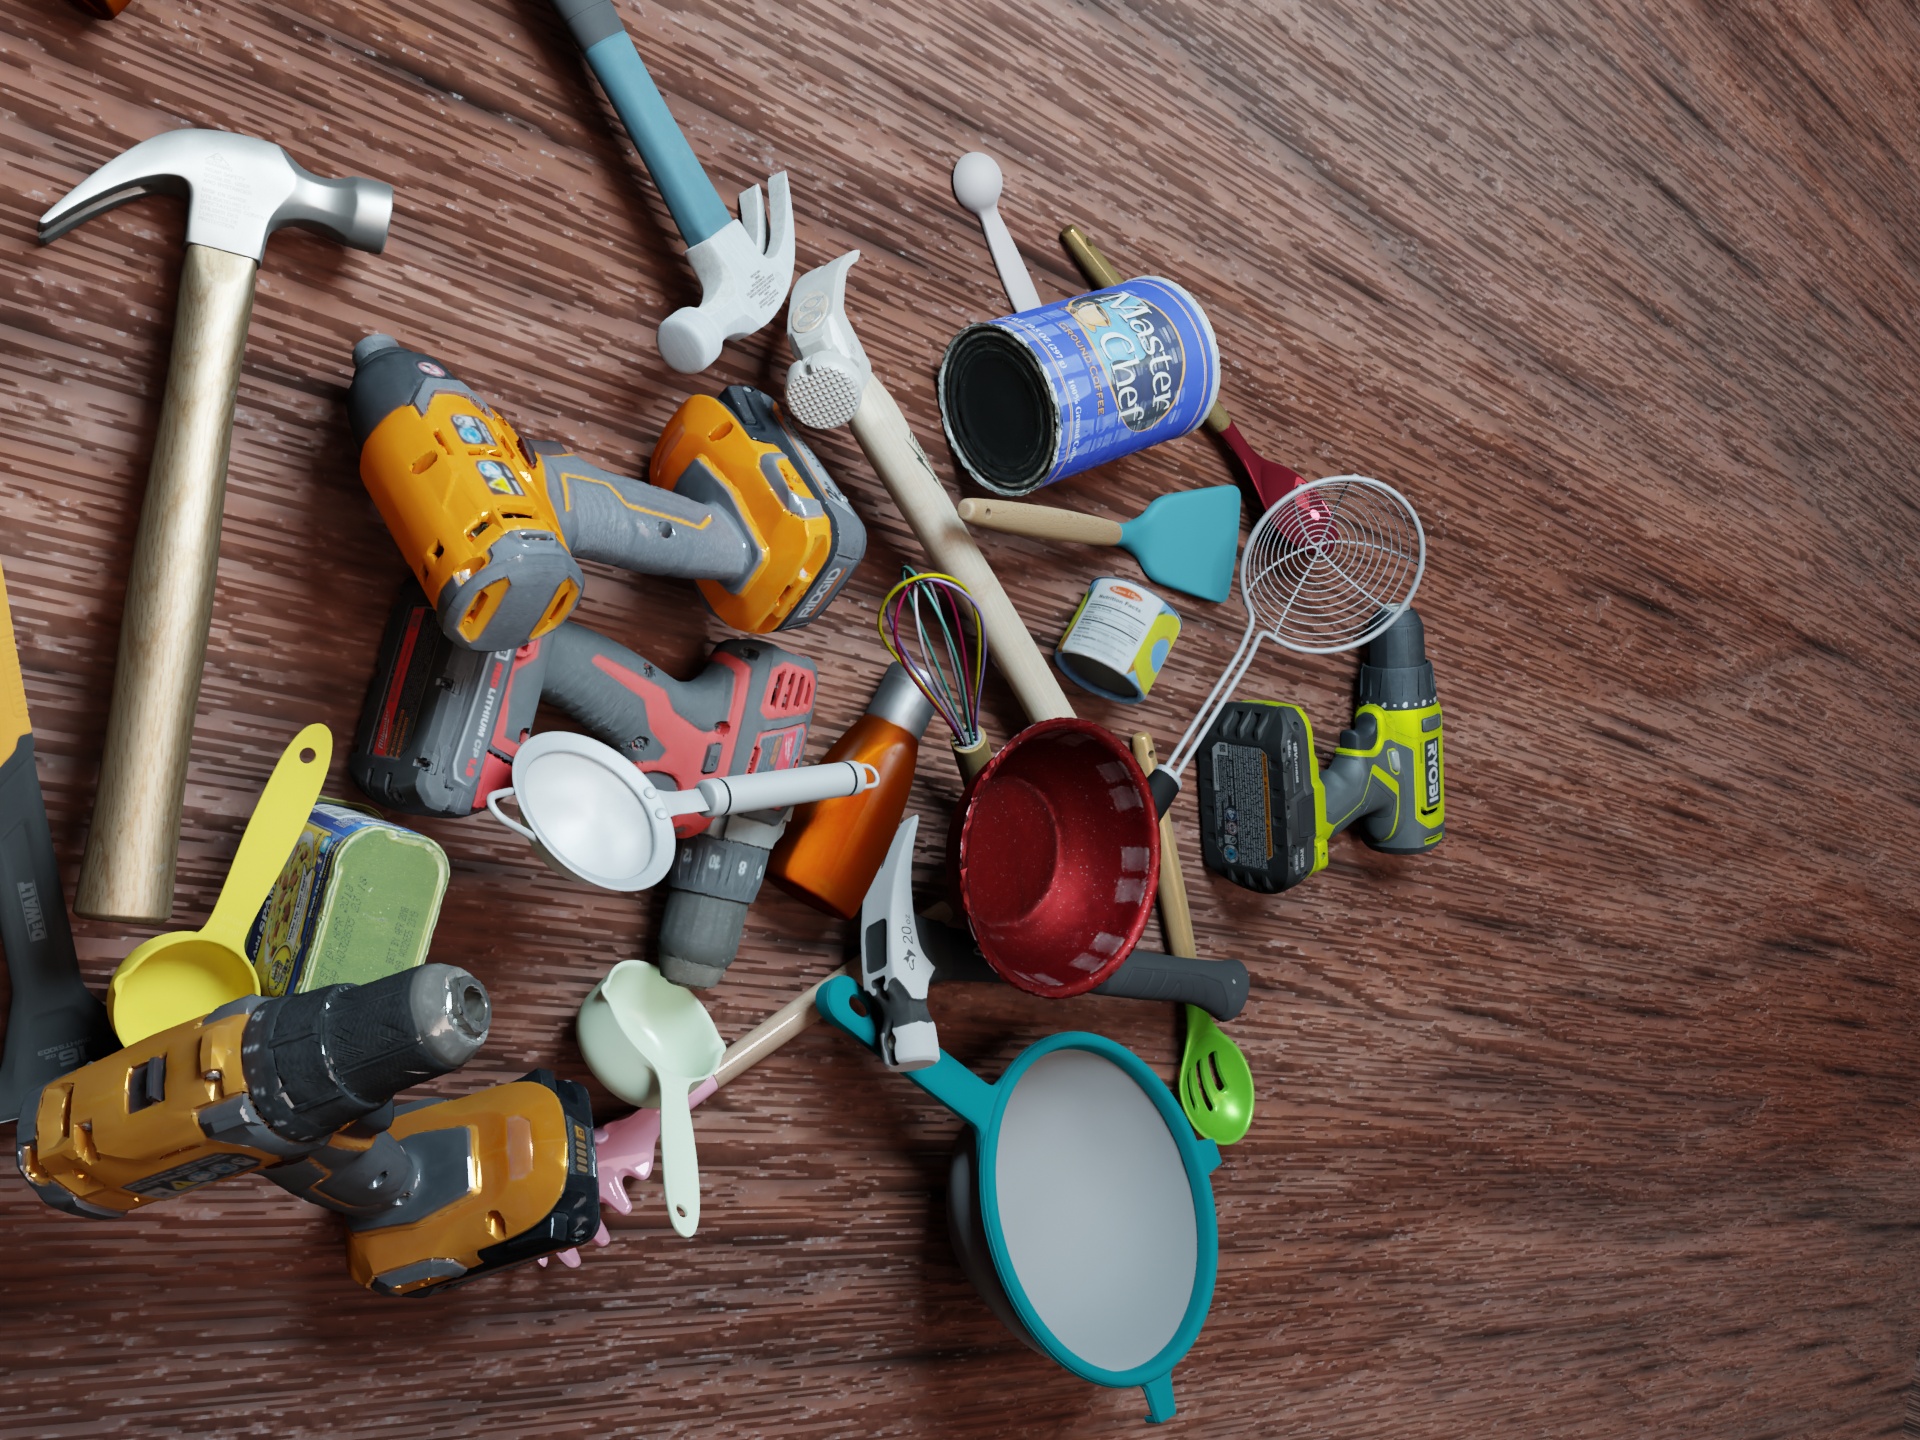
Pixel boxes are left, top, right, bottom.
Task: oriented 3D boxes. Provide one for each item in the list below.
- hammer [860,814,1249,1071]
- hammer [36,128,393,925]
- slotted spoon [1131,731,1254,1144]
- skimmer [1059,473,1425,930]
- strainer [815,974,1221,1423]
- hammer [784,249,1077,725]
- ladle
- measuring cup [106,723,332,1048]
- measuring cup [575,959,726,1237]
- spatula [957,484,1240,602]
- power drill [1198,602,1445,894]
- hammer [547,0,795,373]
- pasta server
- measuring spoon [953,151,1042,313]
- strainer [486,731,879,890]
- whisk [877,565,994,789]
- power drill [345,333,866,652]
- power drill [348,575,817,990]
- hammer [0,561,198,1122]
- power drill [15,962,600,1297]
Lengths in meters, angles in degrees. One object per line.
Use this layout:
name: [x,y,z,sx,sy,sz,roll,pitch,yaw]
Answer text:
hammer: [0.072,0.151,1.006,0.334,0.035,0.146,14,57,-42]
hammer: [-0.324,-0.083,0.656,0.130,0.031,0.331,9,82,-28]
slotted spoon: [0.157,0.156,1.123,0.070,0.031,0.313,-24,108,-35]
skimmer: [0.182,-0.010,1.028,0.127,0.090,0.363,47,63,-23]
strainer: [0.017,0.270,0.979,0.340,0.095,0.211,42,44,-21]
hammer: [0.011,-0.081,0.944,0.146,0.038,0.410,-91,155,-48]
ladle: [0.165,-0.218,1.080,0.315,0.031,0.069,43,44,-32]
measuring cup: [-0.312,0.072,0.684,0.062,0.029,0.156,32,72,-37]
measuring cup: [-0.155,0.194,0.794,0.038,0.168,0.083,-42,127,18]
spatula: [0.093,-0.119,0.992,0.317,0.044,0.082,-4,102,-58]
power drill: [0.279,0.021,1.175,0.228,0.080,0.190,-15,105,-40]
hammer: [-0.179,-0.338,0.761,0.330,0.033,0.128,61,38,-22]
pasta server: [-0.115,0.190,0.895,0.316,0.040,0.060,-32,129,-34]
measuring spoon: [0.031,-0.286,0.968,0.034,0.018,0.124,-42,121,-28]
strainer: [-0.127,0.041,0.772,0.258,0.050,0.087,-6,59,-50]
whisk: [-0.004,-0.003,0.912,0.047,0.051,0.244,-41,146,-18]
power drill: [-0.169,-0.112,0.744,0.226,0.164,0.084,-6,144,-50]
power drill: [-0.179,0.031,0.798,0.226,0.080,0.188,19,82,-43]
hammer: [-0.401,-0.002,0.638,0.127,0.034,0.337,-14,104,-39]
power drill: [-0.236,0.171,0.670,0.226,0.185,0.084,52,20,-55]
